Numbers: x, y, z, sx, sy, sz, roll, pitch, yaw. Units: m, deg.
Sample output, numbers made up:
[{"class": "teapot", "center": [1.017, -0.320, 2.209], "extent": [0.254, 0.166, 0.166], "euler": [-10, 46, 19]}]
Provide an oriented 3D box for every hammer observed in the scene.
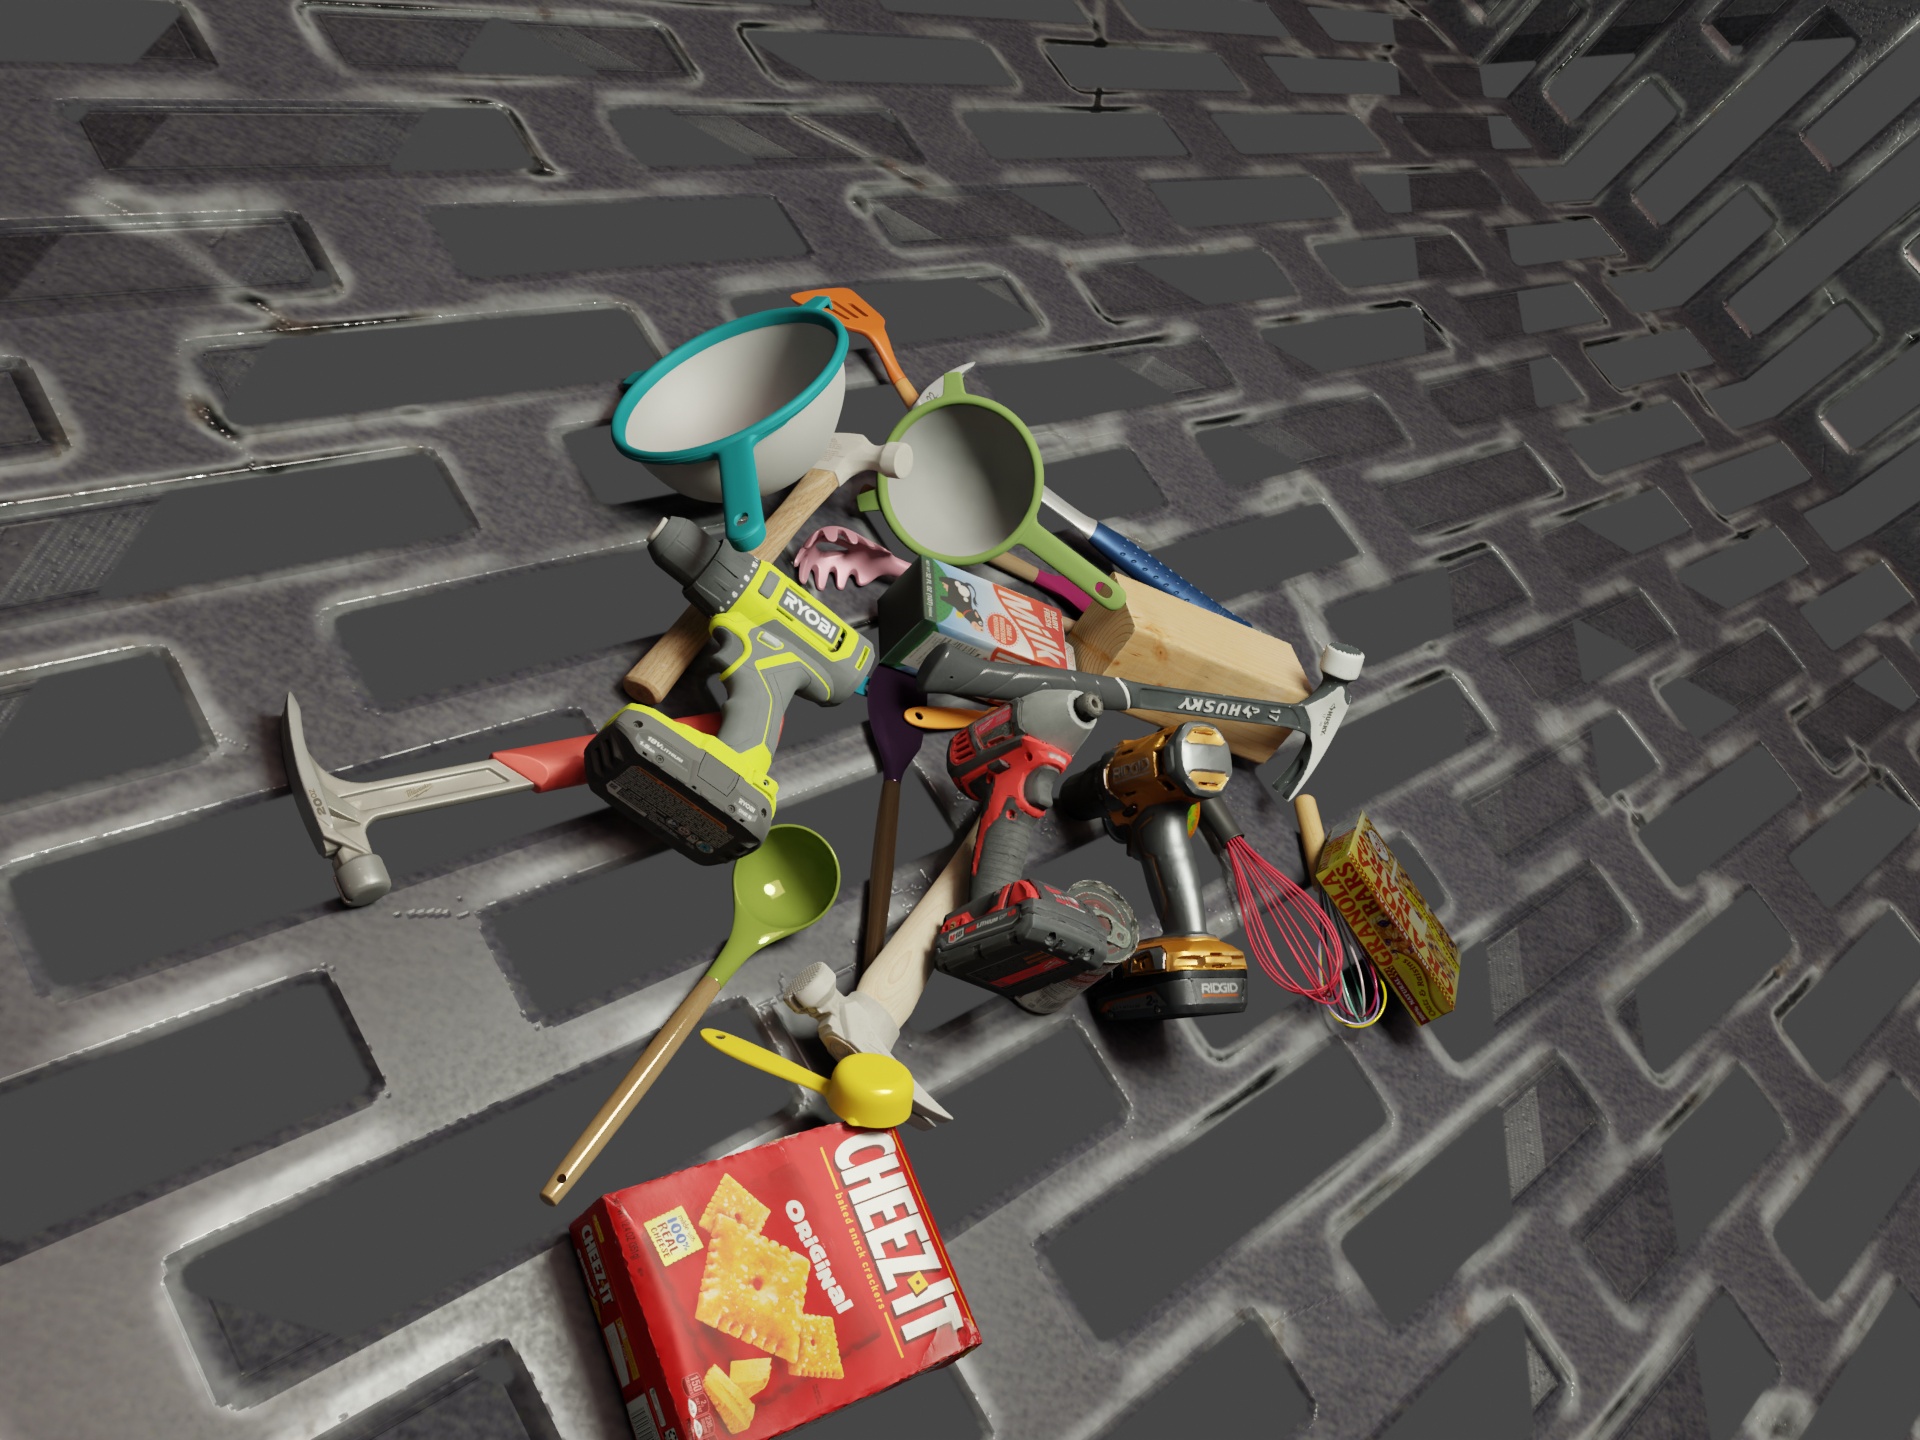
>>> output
[{"class": "hammer", "center": [-0.286, 0.023, 1.131], "extent": [0.359, 0.036, 0.149], "euler": [-12, 66, -39]}, {"class": "hammer", "center": [0.009, 0.129, 1.242], "extent": [0.146, 0.038, 0.411], "euler": [48, 40, -12]}, {"class": "hammer", "center": [0.122, -0.196, 1.550], "extent": [0.405, 0.035, 0.144], "euler": [35, 48, -14]}, {"class": "hammer", "center": [-0.170, -0.132, 1.296], "extent": [0.130, 0.031, 0.331], "euler": [12, 48, 27]}, {"class": "hammer", "center": [0.155, -0.017, 1.372], "extent": [0.408, 0.149, 0.036], "euler": [6, 21, -22]}]

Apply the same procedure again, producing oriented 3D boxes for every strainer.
[{"class": "strainer", "center": [-0.166, -0.208, 1.274], "extent": [0.341, 0.211, 0.095], "euler": [-105, 171, -50]}, {"class": "strainer", "center": [0.046, -0.182, 1.424], "extent": [0.256, 0.151, 0.069], "euler": [38, 11, 4]}]

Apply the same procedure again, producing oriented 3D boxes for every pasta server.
[{"class": "pasta server", "center": [-0.006, -0.114, 1.420], "extent": [0.316, 0.060, 0.040], "euler": [16, 43, -30]}]

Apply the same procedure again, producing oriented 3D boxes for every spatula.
[{"class": "spatula", "center": [-0.059, 0.071, 1.262], "extent": [0.059, 0.018, 0.316], "euler": [27, 46, -26]}, {"class": "spatula", "center": [-0.050, -0.304, 1.545], "extent": [0.081, 0.041, 0.323], "euler": [-23, 77, -43]}]

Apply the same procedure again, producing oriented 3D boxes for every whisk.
[{"class": "whisk", "center": [0.340, 0.170, 1.445], "extent": [0.051, 0.047, 0.245], "euler": [31, 39, -36]}, {"class": "whisk", "center": [0.252, 0.123, 1.412], "extent": [0.073, 0.073, 0.296], "euler": [-7, 56, -38]}]

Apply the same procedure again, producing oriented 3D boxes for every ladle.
[{"class": "ladle", "center": [-0.180, 0.189, 1.067], "extent": [0.078, 0.062, 0.320], "euler": [29, 47, 7]}]

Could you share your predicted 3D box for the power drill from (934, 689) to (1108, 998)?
[{"class": "power drill", "center": [0.049, 0.081, 1.176], "extent": [0.078, 0.143, 0.220], "euler": [27, 51, -34]}]

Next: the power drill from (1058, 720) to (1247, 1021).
[{"class": "power drill", "center": [0.147, 0.126, 1.282], "extent": [0.084, 0.185, 0.226], "euler": [5, 75, -32]}]

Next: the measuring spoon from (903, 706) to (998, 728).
[{"class": "measuring spoon", "center": [-0.002, -0.004, 1.352], "extent": [0.116, 0.011, 0.021], "euler": [0, 61, -43]}]

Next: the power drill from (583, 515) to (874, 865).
[{"class": "power drill", "center": [-0.177, -0.029, 1.154], "extent": [0.190, 0.080, 0.229], "euler": [38, 48, -18]}]

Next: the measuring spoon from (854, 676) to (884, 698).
[{"class": "measuring spoon", "center": [-0.120, -0.040, 1.309], "extent": [0.128, 0.021, 0.042], "euler": [23, 51, -31]}]

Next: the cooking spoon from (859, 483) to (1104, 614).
[{"class": "cooking spoon", "center": [0.048, -0.147, 1.497], "extent": [0.318, 0.017, 0.069], "euler": [25, 41, -18]}]

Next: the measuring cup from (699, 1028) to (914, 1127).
[{"class": "measuring cup", "center": [-0.103, 0.227, 1.063], "extent": [0.156, 0.029, 0.062], "euler": [19, 18, 15]}]
